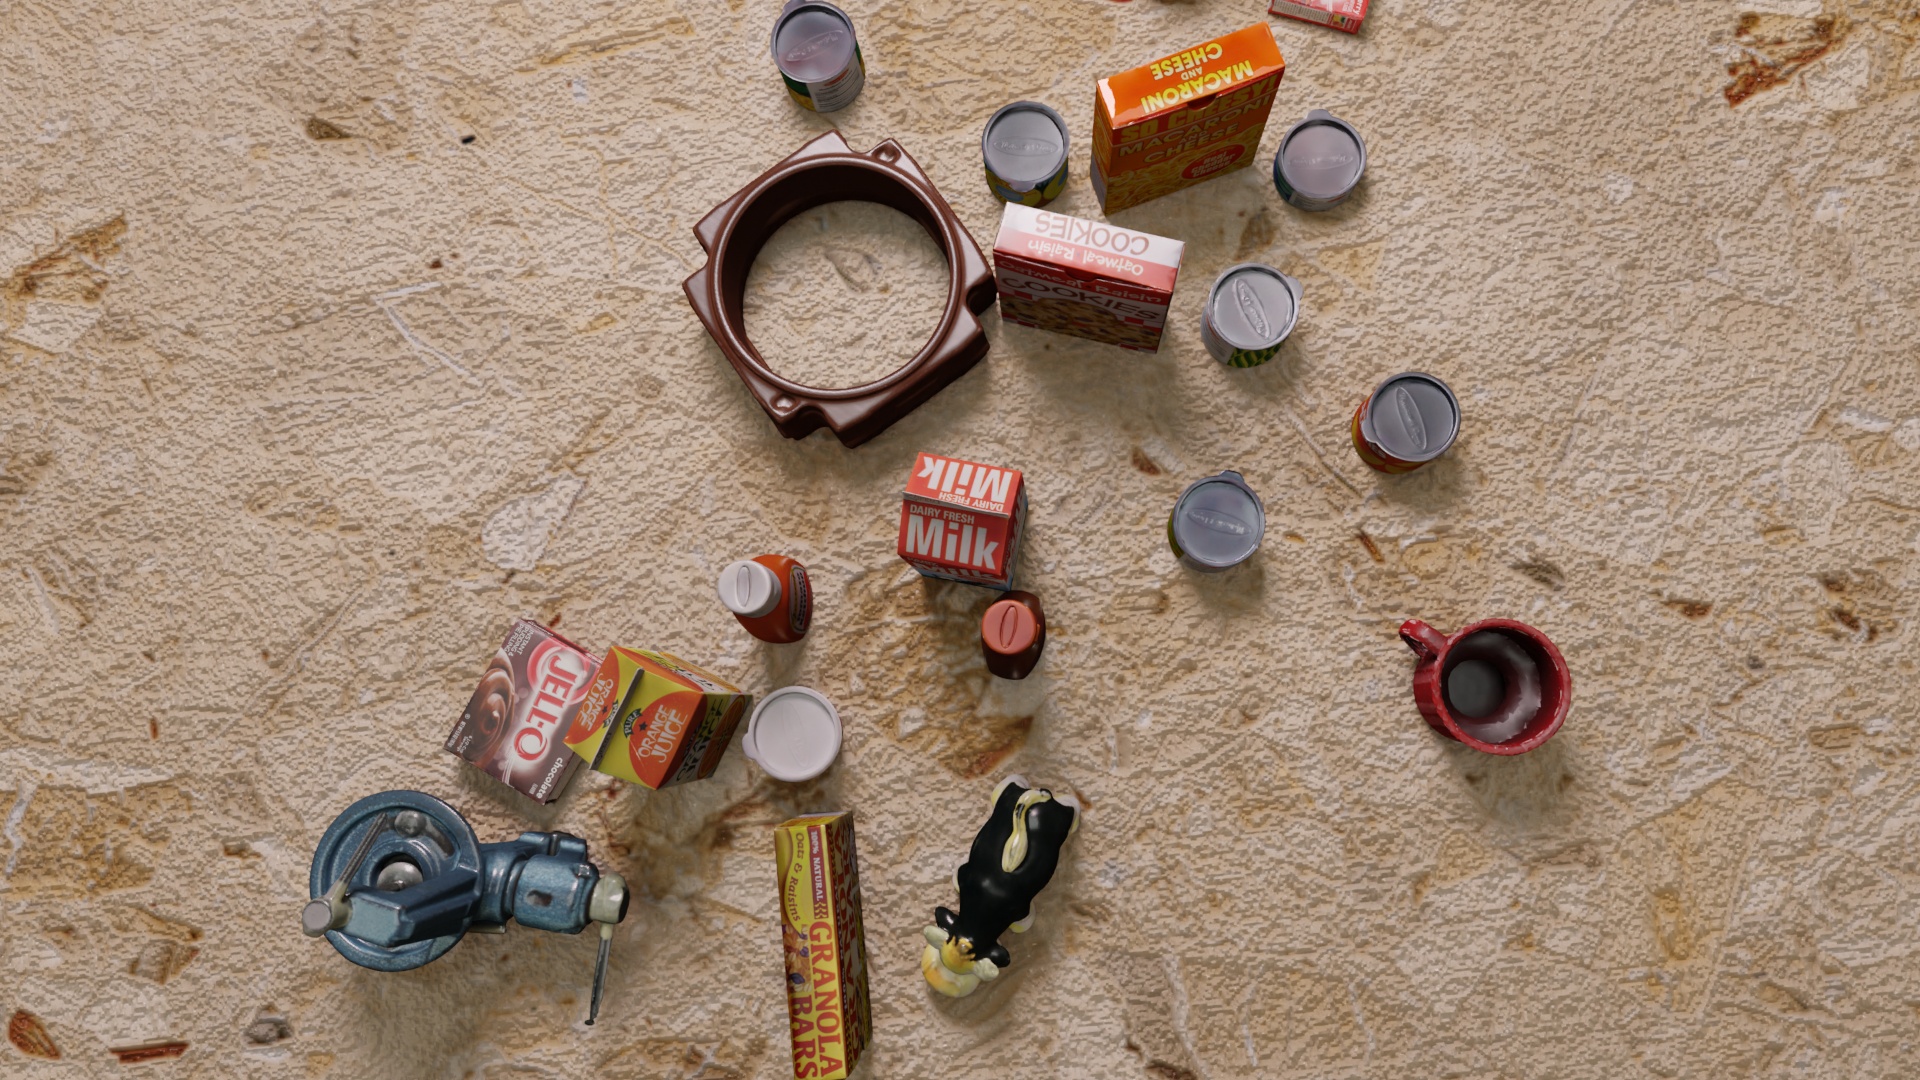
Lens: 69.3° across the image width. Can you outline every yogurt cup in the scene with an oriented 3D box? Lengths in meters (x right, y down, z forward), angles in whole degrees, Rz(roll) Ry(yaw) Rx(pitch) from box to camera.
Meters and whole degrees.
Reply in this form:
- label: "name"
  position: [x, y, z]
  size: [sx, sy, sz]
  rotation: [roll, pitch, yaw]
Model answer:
- label: "yogurt cup"
  position: [-0.117, 0.141, 1.020]
  size: [0.072, 0.054, 0.072]
  rotation: [0, 83, 4]

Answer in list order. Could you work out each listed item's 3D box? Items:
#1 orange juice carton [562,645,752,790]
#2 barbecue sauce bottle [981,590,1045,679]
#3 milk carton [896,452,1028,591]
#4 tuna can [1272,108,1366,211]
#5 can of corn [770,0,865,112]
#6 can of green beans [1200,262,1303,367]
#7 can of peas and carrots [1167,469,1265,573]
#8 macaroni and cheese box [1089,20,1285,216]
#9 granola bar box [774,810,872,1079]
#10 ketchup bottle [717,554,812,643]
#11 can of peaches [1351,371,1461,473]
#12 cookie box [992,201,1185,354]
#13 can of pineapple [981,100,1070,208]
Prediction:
- label: "orange juice carton"
  position: [-0.209, 0.121, 0.958]
  size: [0.073, 0.192, 0.072]
  rotation: [26, 86, 6]
- label: "barbecue sauce bottle"
  position: [0.037, 0.065, 0.972]
  size: [0.044, 0.148, 0.065]
  rotation: [11, 84, 5]
- label: "milk carton"
  position: [0.003, -0.012, 0.962]
  size: [0.072, 0.190, 0.073]
  rotation: [11, 84, 5]
- label: "tuna can"
  position: [0.273, -0.289, 1.060]
  size: [0.071, 0.033, 0.071]
  rotation: [0, 83, 4]
- label: "can of corn"
  position: [-0.111, -0.378, 1.083]
  size: [0.071, 0.058, 0.071]
  rotation: [0, 83, 4]
- label: "can of green beans"
  position: [0.214, -0.167, 1.035]
  size: [0.071, 0.058, 0.071]
  rotation: [0, 83, 4]
- label: "can of peas and carrots"
  position: [0.187, -0.013, 1.017]
  size: [0.071, 0.058, 0.071]
  rotation: [0, 83, 4]
- label: "macaroni and cheese box"
  position: [0.159, -0.298, 1.001]
  size: [0.124, 0.166, 0.040]
  rotation: [-20, 83, 1]
- label: "granola bar box"
  position: [-0.093, 0.276, 0.965]
  size: [0.039, 0.124, 0.165]
  rotation: [-6, 83, 3]
- label: "ketchup bottle"
  position: [-0.138, 0.039, 0.986]
  size: [0.043, 0.148, 0.065]
  rotation: [-1, 83, 4]
- label: "can of peaches"
  position: [0.323, -0.085, 1.018]
  size: [0.071, 0.058, 0.071]
  rotation: [0, 83, 4]
- label: "cookie box"
  position: [0.089, -0.182, 0.990]
  size: [0.123, 0.167, 0.040]
  rotation: [14, 85, 5]
- label: "can of pineapple"
  position: [0.049, -0.292, 1.062]
  size: [0.071, 0.058, 0.071]
  rotation: [0, 83, 4]
